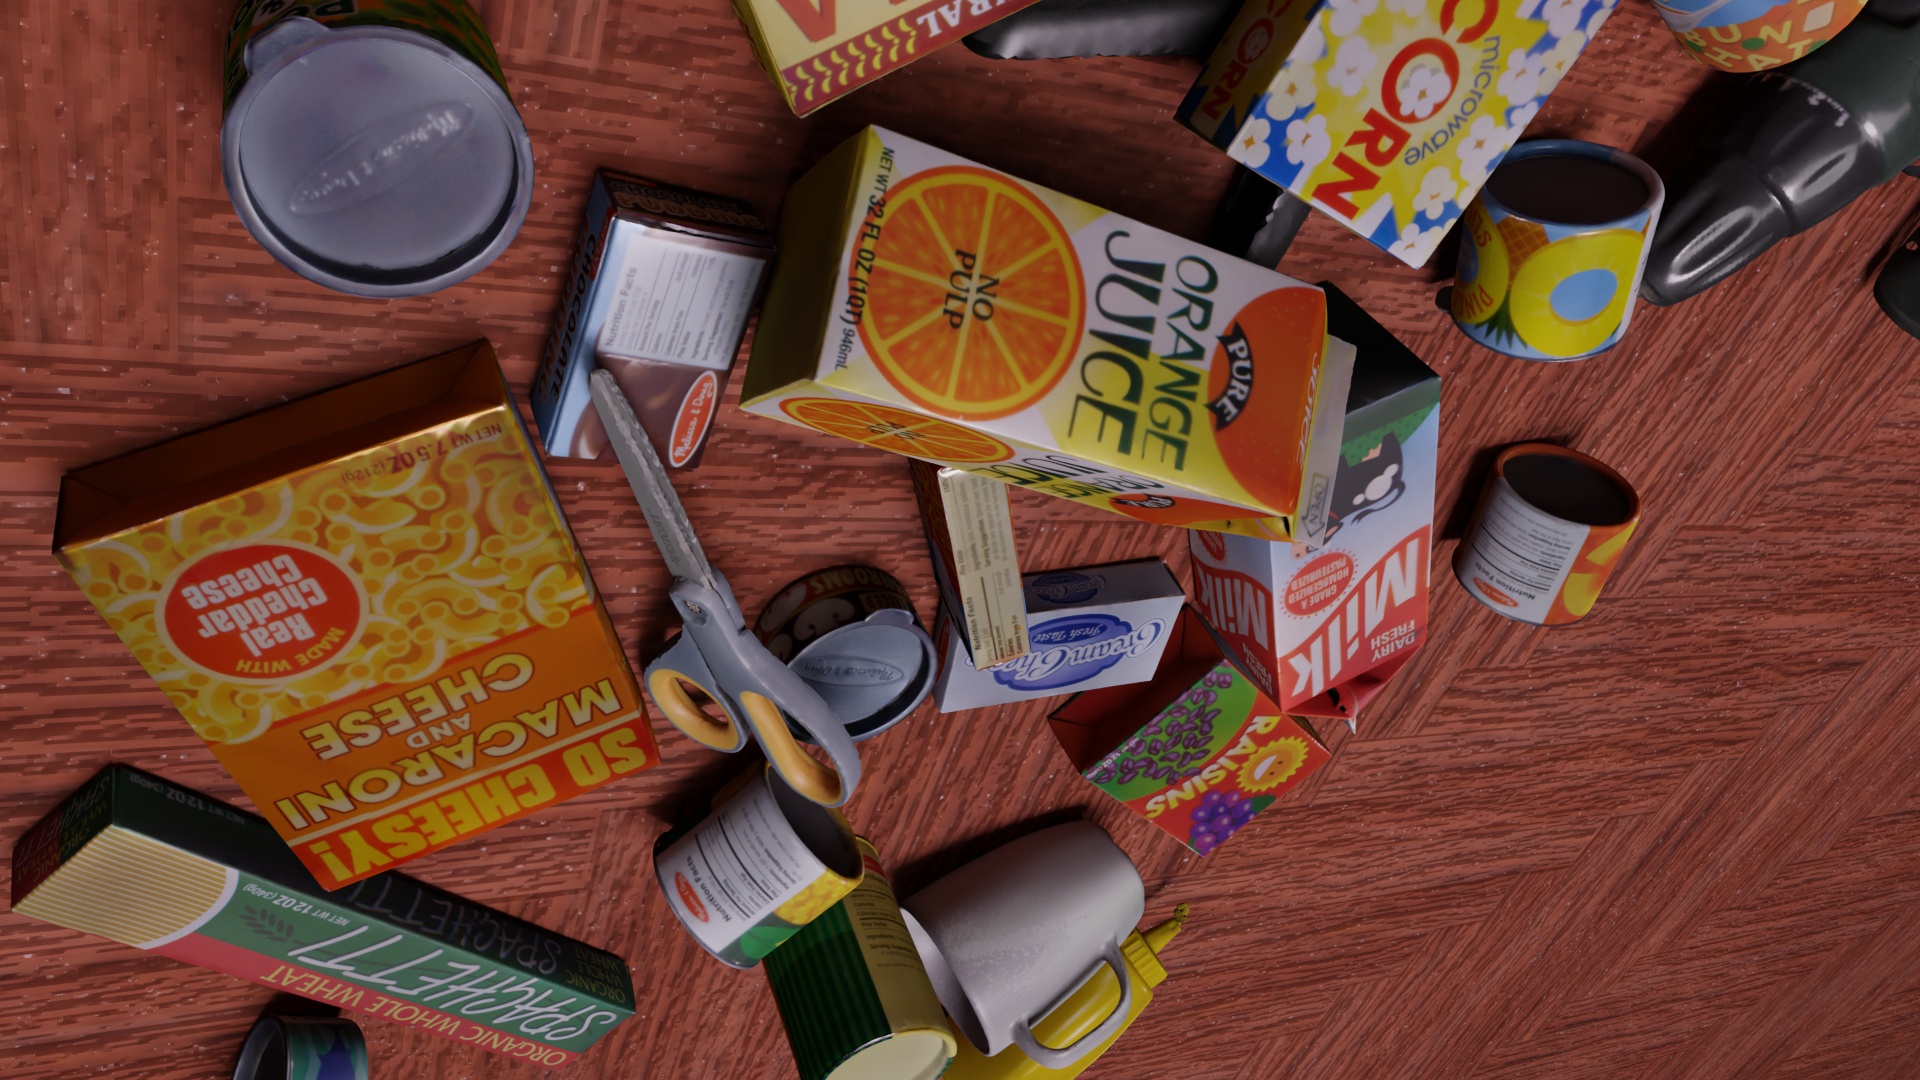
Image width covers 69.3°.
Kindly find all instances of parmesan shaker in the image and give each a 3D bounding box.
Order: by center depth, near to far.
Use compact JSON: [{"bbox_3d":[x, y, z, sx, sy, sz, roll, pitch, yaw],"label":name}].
[{"bbox_3d":[-0.052,0.189,0.608,0.071,0.103,0.071,-15,134,-16],"label":"parmesan shaker"}]

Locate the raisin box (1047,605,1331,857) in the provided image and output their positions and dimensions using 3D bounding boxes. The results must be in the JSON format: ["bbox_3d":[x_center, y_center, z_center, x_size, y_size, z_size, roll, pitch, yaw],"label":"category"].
[{"bbox_3d":[0.111,0.094,0.658,0.086,0.040,0.123,-42,134,10],"label":"raisin box"}]

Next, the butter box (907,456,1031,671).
[{"bbox_3d":[0.002,-0.006,0.500,0.024,0.053,0.103,-19,134,-8],"label":"butter box"}]

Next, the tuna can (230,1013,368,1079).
[{"bbox_3d":[-0.264,0.225,0.550,0.033,0.071,0.071,19,117,-40],"label":"tuna can"}]

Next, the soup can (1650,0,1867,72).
[{"bbox_3d":[0.249,-0.201,0.452,0.084,0.071,0.071,24,114,-41],"label":"soup can"}]

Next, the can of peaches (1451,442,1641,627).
[{"bbox_3d":[0.268,-0.005,0.637,0.071,0.071,0.057,-10,132,-21],"label":"can of peaches"}]

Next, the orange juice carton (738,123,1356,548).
[{"bbox_3d":[0.040,-0.052,0.422,0.193,0.073,0.072,14,83,-23],"label":"orange juice carton"}]

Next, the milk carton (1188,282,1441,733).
[{"bbox_3d":[0.141,0.000,0.566,0.073,0.072,0.189,-24,136,-8],"label":"milk carton"}]

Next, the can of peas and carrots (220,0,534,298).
[{"bbox_3d":[-0.142,-0.103,0.334,0.071,0.059,0.070,-15,133,-16],"label":"can of peas and carrots"}]

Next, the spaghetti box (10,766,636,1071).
[{"bbox_3d":[-0.228,0.155,0.538,0.050,0.029,0.249,-38,135,9],"label":"spaghetti box"}]

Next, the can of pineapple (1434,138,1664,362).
[{"bbox_3d":[0.218,-0.108,0.517,0.071,0.071,0.057,-19,134,-12],"label":"can of pineapple"}]

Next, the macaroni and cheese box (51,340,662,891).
[{"bbox_3d":[-0.179,0.030,0.445,0.124,0.040,0.165,-20,134,-11],"label":"macaroni and cheese box"}]

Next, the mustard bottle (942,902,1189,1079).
[{"bbox_3d":[0.062,0.249,0.753,0.160,0.065,0.048,-35,132,-1],"label":"mustard bottle"}]

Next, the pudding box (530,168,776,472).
[{"bbox_3d":[-0.094,-0.063,0.415,0.050,0.030,0.083,5,126,-32],"label":"pudding box"}]

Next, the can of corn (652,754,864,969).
[{"bbox_3d":[-0.081,0.130,0.569,0.058,0.071,0.071,-39,135,7],"label":"can of corn"}]

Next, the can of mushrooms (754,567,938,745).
[{"bbox_3d":[-0.043,0.043,0.534,0.071,0.033,0.070,-14,133,-16],"label":"can of mushrooms"}]

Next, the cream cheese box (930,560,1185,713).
[{"bbox_3d":[0.039,0.040,0.582,0.104,0.024,0.053,-6,132,-23],"label":"cream cheese box"}]

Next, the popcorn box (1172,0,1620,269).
[{"bbox_3d":[0.133,-0.152,0.397,0.085,0.038,0.126,20,114,-31],"label":"popcorn box"}]

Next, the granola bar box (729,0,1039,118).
[{"bbox_3d":[0.007,-0.198,0.343,0.166,0.039,0.123,-27,136,-4],"label":"granola bar box"}]
